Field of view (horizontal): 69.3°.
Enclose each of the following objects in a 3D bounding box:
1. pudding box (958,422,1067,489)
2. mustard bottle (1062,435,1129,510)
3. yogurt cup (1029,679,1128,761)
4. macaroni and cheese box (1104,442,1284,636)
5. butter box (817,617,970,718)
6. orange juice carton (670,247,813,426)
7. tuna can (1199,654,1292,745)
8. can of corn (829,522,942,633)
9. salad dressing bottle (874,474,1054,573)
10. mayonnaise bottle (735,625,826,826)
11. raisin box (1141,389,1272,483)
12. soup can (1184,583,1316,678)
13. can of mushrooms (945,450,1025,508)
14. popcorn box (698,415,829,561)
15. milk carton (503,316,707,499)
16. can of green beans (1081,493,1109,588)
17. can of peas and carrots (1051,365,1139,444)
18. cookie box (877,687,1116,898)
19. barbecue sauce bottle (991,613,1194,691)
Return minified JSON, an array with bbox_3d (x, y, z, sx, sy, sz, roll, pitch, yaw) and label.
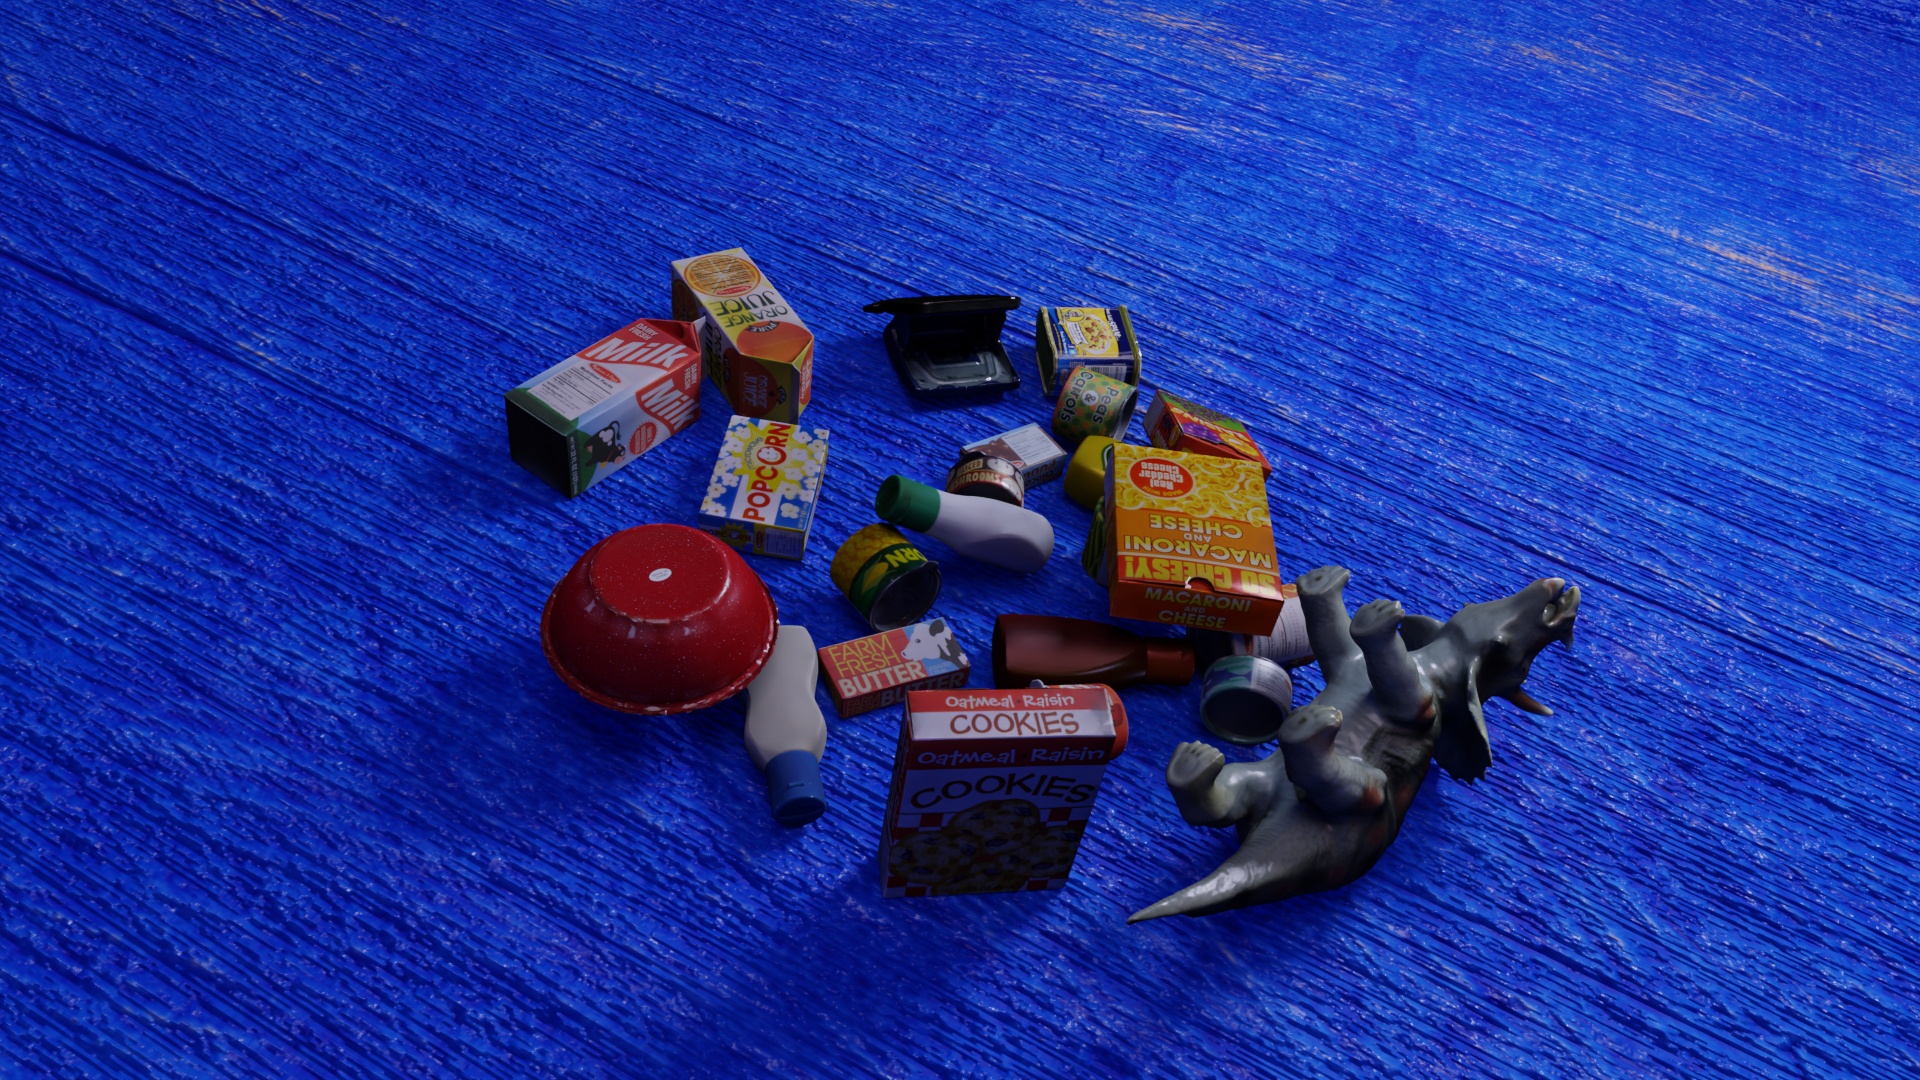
[{"bbox_3d":[0.044,-0.068,1.204,0.084,0.030,0.050,-21,53,-29],"label":"pudding box"},{"bbox_3d":[0.170,-0.039,1.185,0.160,0.048,0.066,22,43,11],"label":"mustard bottle"},{"bbox_3d":[0.082,0.132,0.982,0.054,0.072,0.072,-7,46,-29],"label":"yogurt cup"},{"bbox_3d":[0.175,-0.005,1.065,0.124,0.040,0.167,7,40,-2],"label":"macaroni and cheese box"},{"bbox_3d":[-0.050,0.093,1.023,0.104,0.024,0.053,-13,48,-24],"label":"butter box"},{"bbox_3d":[-0.188,-0.177,1.241,0.073,0.071,0.193,-19,51,-27],"label":"orange juice carton"},{"bbox_3d":[0.207,0.118,1.020,0.071,0.070,0.033,15,45,4],"label":"tuna can"},{"bbox_3d":[-0.056,0.026,1.058,0.071,0.070,0.058,-24,53,-31],"label":"can of corn"},{"bbox_3d":[0.004,-0.014,1.086,0.148,0.064,0.044,18,61,-32],"label":"salad dressing bottle"},{"bbox_3d":[-0.123,0.127,0.963,0.065,0.041,0.149,-8,48,-11],"label":"mayonnaise bottle"},{"bbox_3d":[0.212,-0.083,1.204,0.086,0.040,0.124,21,21,-11],"label":"raisin box"},{"bbox_3d":[0.225,0.072,1.071,0.084,0.071,0.071,-10,47,-22],"label":"soup can"},{"bbox_3d":[0.019,-0.037,1.138,0.071,0.070,0.034,8,45,-2],"label":"can of mushrooms"},{"bbox_3d":[-0.159,-0.044,1.133,0.085,0.038,0.127,9,43,-1],"label":"popcorn box"},{"bbox_3d":[-0.281,-0.122,1.166,0.073,0.072,0.191,32,48,21],"label":"milk carton"},{"bbox_3d":[0.137,-0.001,1.133,0.071,0.057,0.071,6,44,-5],"label":"can of green beans"},{"bbox_3d":[0.120,-0.117,1.240,0.059,0.070,0.071,23,45,14],"label":"can of peas and carrots"},{"bbox_3d":[0.018,0.158,0.866,0.123,0.166,0.040,0,44,-11],"label":"cookie box"},{"bbox_3d":[0.100,0.088,1.044,0.149,0.043,0.065,3,44,-9],"label":"barbecue sauce bottle"}]
